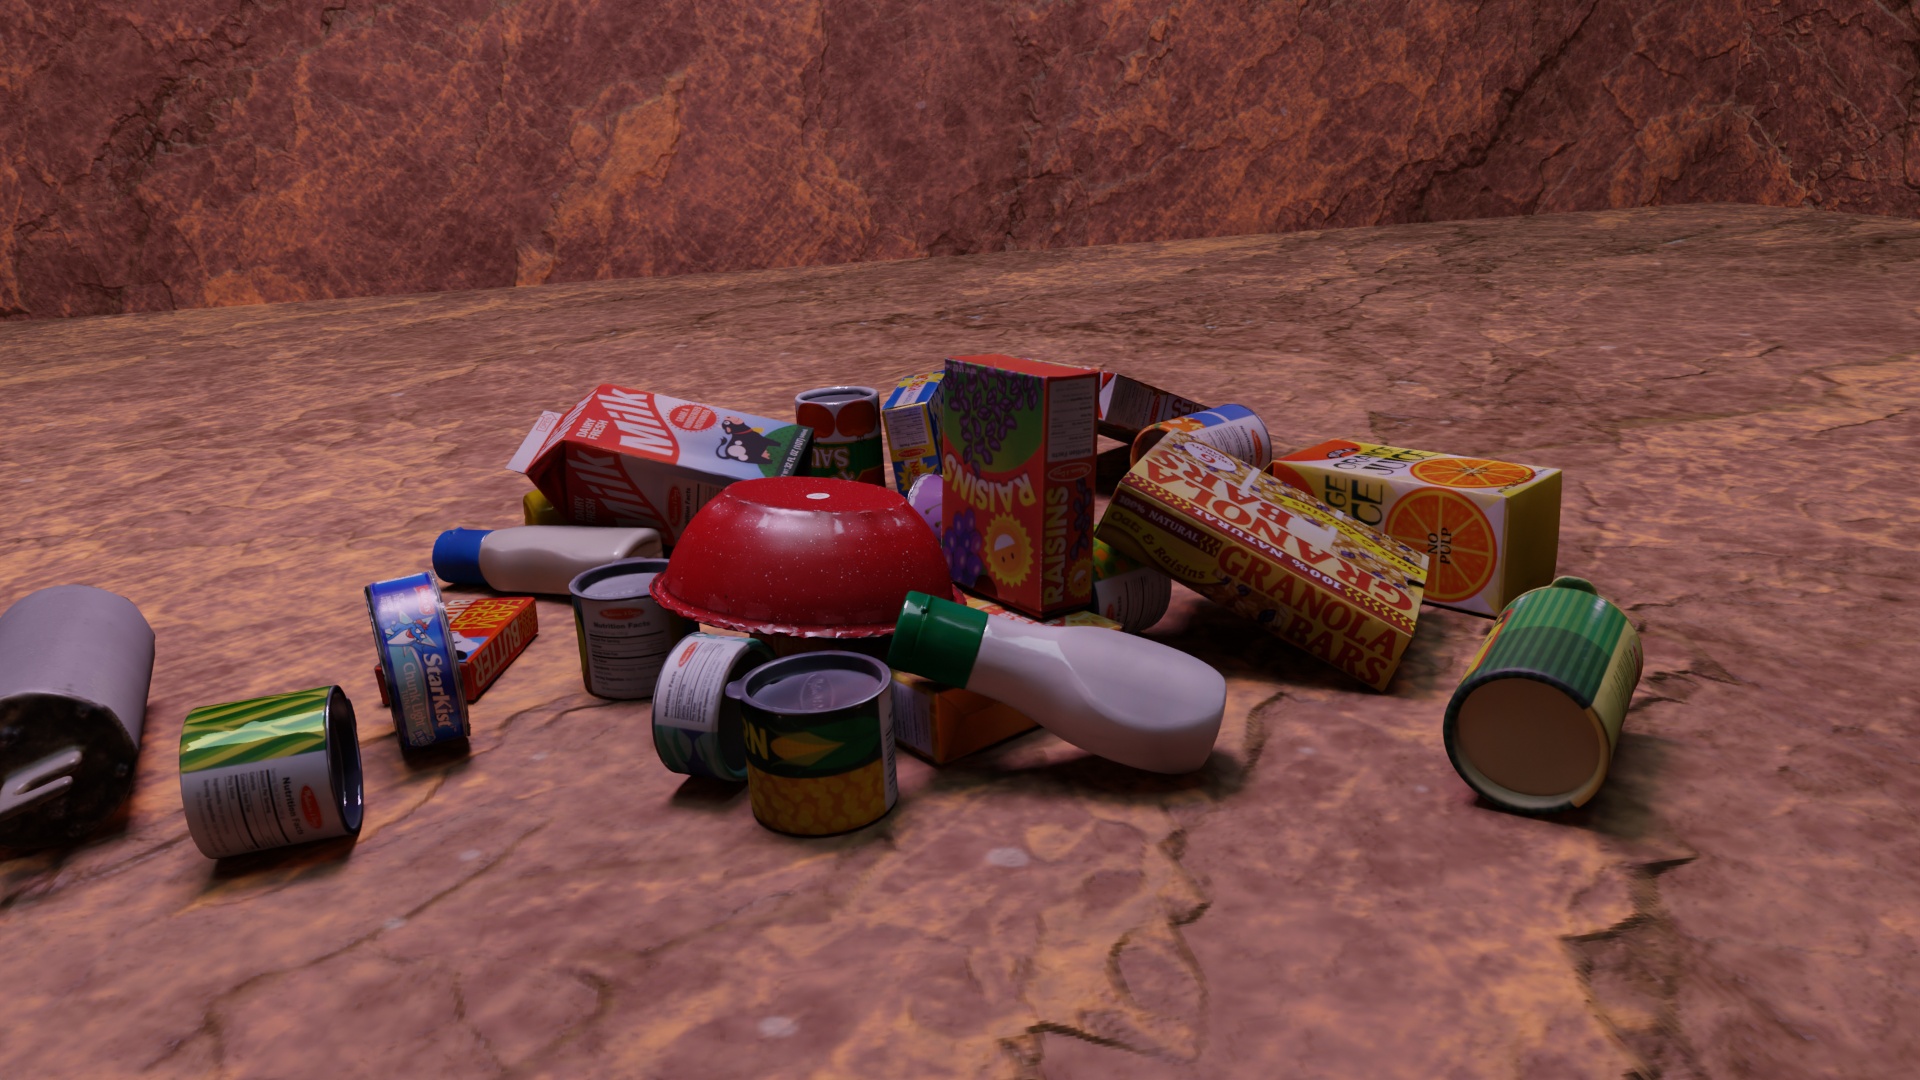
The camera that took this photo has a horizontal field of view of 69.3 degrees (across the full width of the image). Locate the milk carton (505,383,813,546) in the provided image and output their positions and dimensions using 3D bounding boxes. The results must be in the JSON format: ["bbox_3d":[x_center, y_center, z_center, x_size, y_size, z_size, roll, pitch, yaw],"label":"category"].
[{"bbox_3d":[-0.201,-0.048,0.934,0.191,0.073,0.073,12,39,2],"label":"milk carton"}]

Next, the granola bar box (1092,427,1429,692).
[{"bbox_3d":[0.167,0.004,0.752,0.166,0.039,0.125,29,26,11],"label":"granola bar box"}]

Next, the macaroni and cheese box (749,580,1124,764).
[{"bbox_3d":[-0.016,0.056,0.728,0.124,0.040,0.166,-16,22,-37],"label":"macaroni and cheese box"}]

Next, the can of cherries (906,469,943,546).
[{"bbox_3d":[0.003,-0.011,0.885,0.058,0.071,0.072,4,19,22],"label":"can of cherries"}]

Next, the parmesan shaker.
[{"bbox_3d":[0.253,0.064,0.602,0.071,0.071,0.103,7,20,31],"label":"parmesan shaker"}]

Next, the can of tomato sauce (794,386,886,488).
[{"bbox_3d":[-0.094,-0.072,1.074,0.071,0.082,0.071,-3,17,1],"label":"can of tomato sauce"}]

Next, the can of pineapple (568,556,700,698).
[{"bbox_3d":[-0.175,0.046,0.756,0.071,0.057,0.071,-3,17,1],"label":"can of pineapple"}]

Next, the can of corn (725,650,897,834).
[{"bbox_3d":[-0.064,0.088,0.606,0.071,0.058,0.071,-3,18,1],"label":"can of corn"}]

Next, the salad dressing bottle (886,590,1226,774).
[{"bbox_3d":[0.042,0.060,0.621,0.148,0.043,0.064,18,36,1],"label":"salad dressing bottle"}]

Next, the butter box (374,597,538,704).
[{"bbox_3d":[-0.282,0.060,0.786,0.053,0.024,0.104,-2,17,5],"label":"butter box"}]

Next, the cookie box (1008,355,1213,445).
[{"bbox_3d":[0.128,-0.102,1.105,0.167,0.040,0.123,12,3,-43],"label":"cookie box"}]

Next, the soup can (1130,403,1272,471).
[{"bbox_3d":[0.174,-0.061,1.022,0.084,0.071,0.071,-17,22,-36],"label":"soup can"}]

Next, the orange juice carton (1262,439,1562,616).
[{"bbox_3d":[0.257,-0.016,0.851,0.072,0.072,0.193,-19,23,-41],"label":"orange juice carton"}]

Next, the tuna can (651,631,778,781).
[{"bbox_3d":[-0.109,0.078,0.639,0.033,0.070,0.071,5,19,21],"label":"tuna can"}]

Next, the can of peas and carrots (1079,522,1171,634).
[{"bbox_3d":[0.072,0.023,0.769,0.059,0.070,0.071,-15,21,-36],"label":"can of peas and carrots"}]

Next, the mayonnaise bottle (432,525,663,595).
[{"bbox_3d":[-0.273,0.012,0.911,0.148,0.041,0.065,1,18,17],"label":"mayonnaise bottle"}]

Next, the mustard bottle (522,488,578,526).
[{"bbox_3d":[-0.229,-0.024,1.000,0.161,0.048,0.065,-12,24,-25],"label":"mustard bottle"}]

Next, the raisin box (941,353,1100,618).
[{"bbox_3d":[0.030,-0.031,0.725,0.040,0.123,0.086,-11,19,-37],"label":"raisin box"}]

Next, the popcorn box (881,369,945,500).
[{"bbox_3d":[-0.027,-0.077,1.069,0.038,0.085,0.127,-9,17,9],"label":"popcorn box"}]

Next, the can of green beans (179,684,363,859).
[{"bbox_3d":[-0.294,0.099,0.597,0.058,0.071,0.071,-8,18,-14],"label":"can of green beans"}]
